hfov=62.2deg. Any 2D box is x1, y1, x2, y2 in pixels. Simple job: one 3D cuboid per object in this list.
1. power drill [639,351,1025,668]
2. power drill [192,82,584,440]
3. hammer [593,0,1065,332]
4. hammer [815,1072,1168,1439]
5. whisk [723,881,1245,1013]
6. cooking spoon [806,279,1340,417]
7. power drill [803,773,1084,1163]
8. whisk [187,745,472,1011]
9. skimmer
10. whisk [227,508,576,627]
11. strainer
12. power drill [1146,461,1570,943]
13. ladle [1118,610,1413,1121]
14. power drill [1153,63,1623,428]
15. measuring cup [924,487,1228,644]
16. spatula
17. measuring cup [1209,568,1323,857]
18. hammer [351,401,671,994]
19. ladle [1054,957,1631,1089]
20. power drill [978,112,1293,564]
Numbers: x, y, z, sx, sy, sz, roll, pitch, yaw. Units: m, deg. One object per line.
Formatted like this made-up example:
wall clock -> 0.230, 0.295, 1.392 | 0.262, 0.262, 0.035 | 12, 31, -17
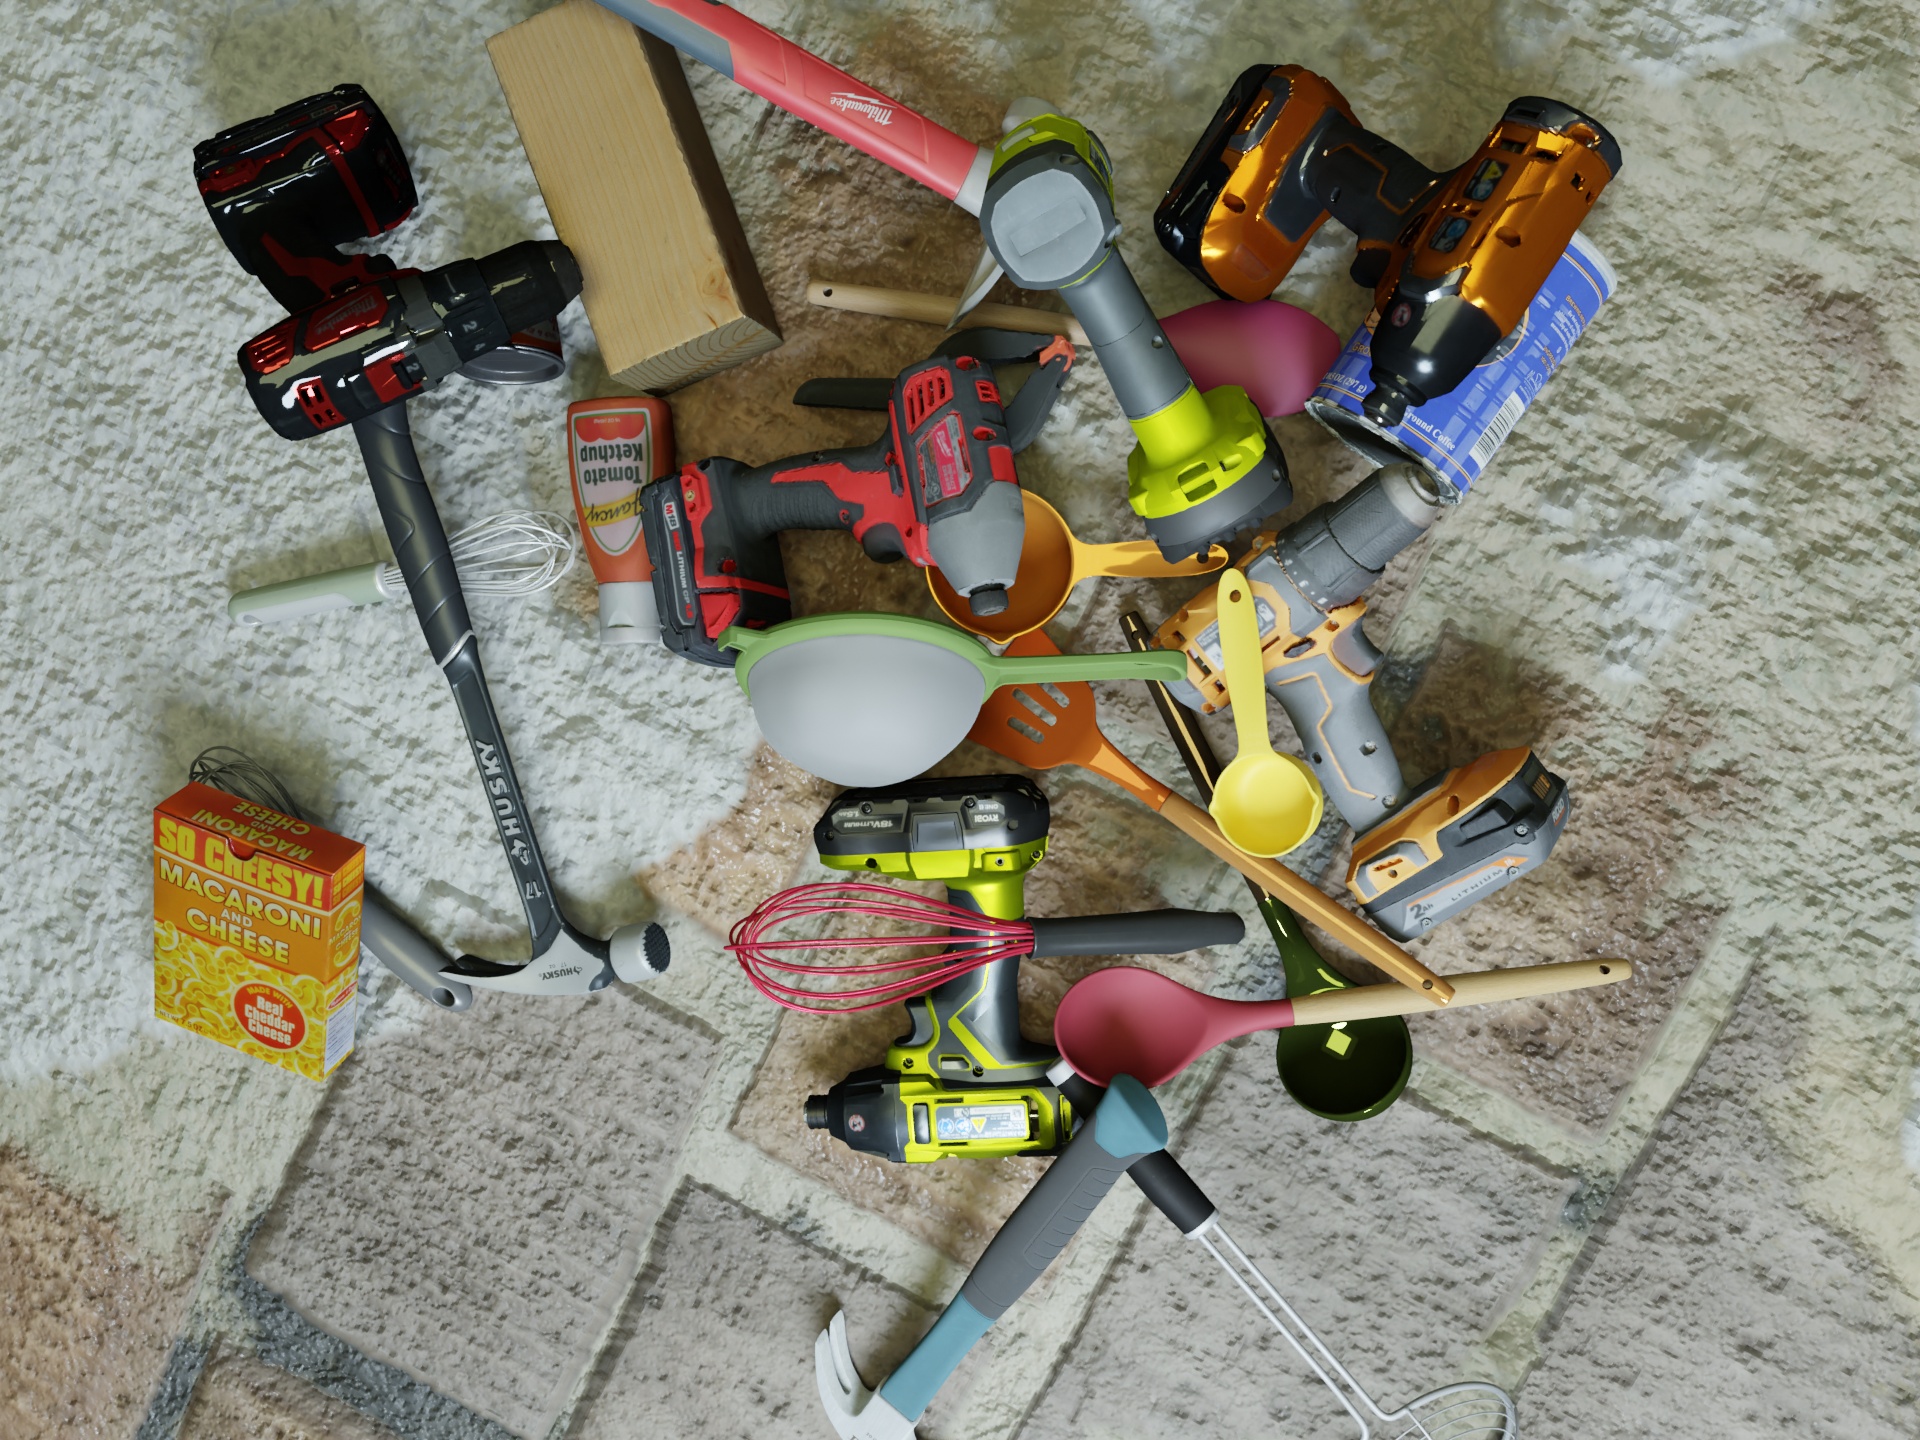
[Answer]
power drill -> -0.067, -0.106, 0.903 | 0.219, 0.078, 0.143 | -16, 80, 25
power drill -> -0.333, -0.271, 0.915 | 0.188, 0.080, 0.227 | -26, 56, -9
hammer -> -0.135, -0.363, 0.881 | 0.386, 0.038, 0.143 | 25, 79, -12
hammer -> 0.020, 0.327, 0.918 | 0.128, 0.033, 0.331 | 37, 116, 10
whisk -> 0.019, 0.120, 0.866 | 0.295, 0.073, 0.073 | 0, 93, -16
cooking spoon -> 0.063, -0.232, 0.942 | 0.319, 0.017, 0.069 | 10, 96, 8
power drill -> -0.016, 0.150, 0.945 | 0.171, 0.080, 0.223 | -4, 95, 8
whisk -> -0.403, 0.104, 1.019 | 0.239, 0.055, 0.055 | 41, 98, 1
skimmer -> 0.177, 0.328, 0.914 | 0.127, 0.090, 0.363 | -42, 86, 2
whisk -> -0.353, -0.089, 1.000 | 0.246, 0.057, 0.059 | -10, 66, 14
strainer -> -0.001, -0.003, 0.889 | 0.256, 0.151, 0.069 | -3, 67, 10
power drill -> 0.234, -0.013, 0.868 | 0.226, 0.084, 0.185 | 51, 126, 4
ladle -> 0.167, 0.081, 0.923 | 0.078, 0.062, 0.320 | -27, 86, 11
power drill -> 0.204, -0.249, 0.825 | 0.164, 0.084, 0.227 | -58, 41, 7
measuring cup -> 0.068, -0.093, 0.932 | 0.173, 0.052, 0.095 | -1, 92, 5
spatula -> 0.139, 0.060, 0.904 | 0.323, 0.041, 0.081 | 36, 94, 15
measuring cup -> 0.162, -0.005, 0.863 | 0.062, 0.029, 0.156 | -8, 88, 31
hammer -> -0.303, -0.023, 0.965 | 0.149, 0.036, 0.409 | -13, 99, 18
ladle -> 0.209, 0.156, 0.878 | 0.315, 0.031, 0.069 | -8, 72, 4
power drill -> 0.088, -0.216, 0.851 | 0.080, 0.191, 0.228 | -27, 114, 18
